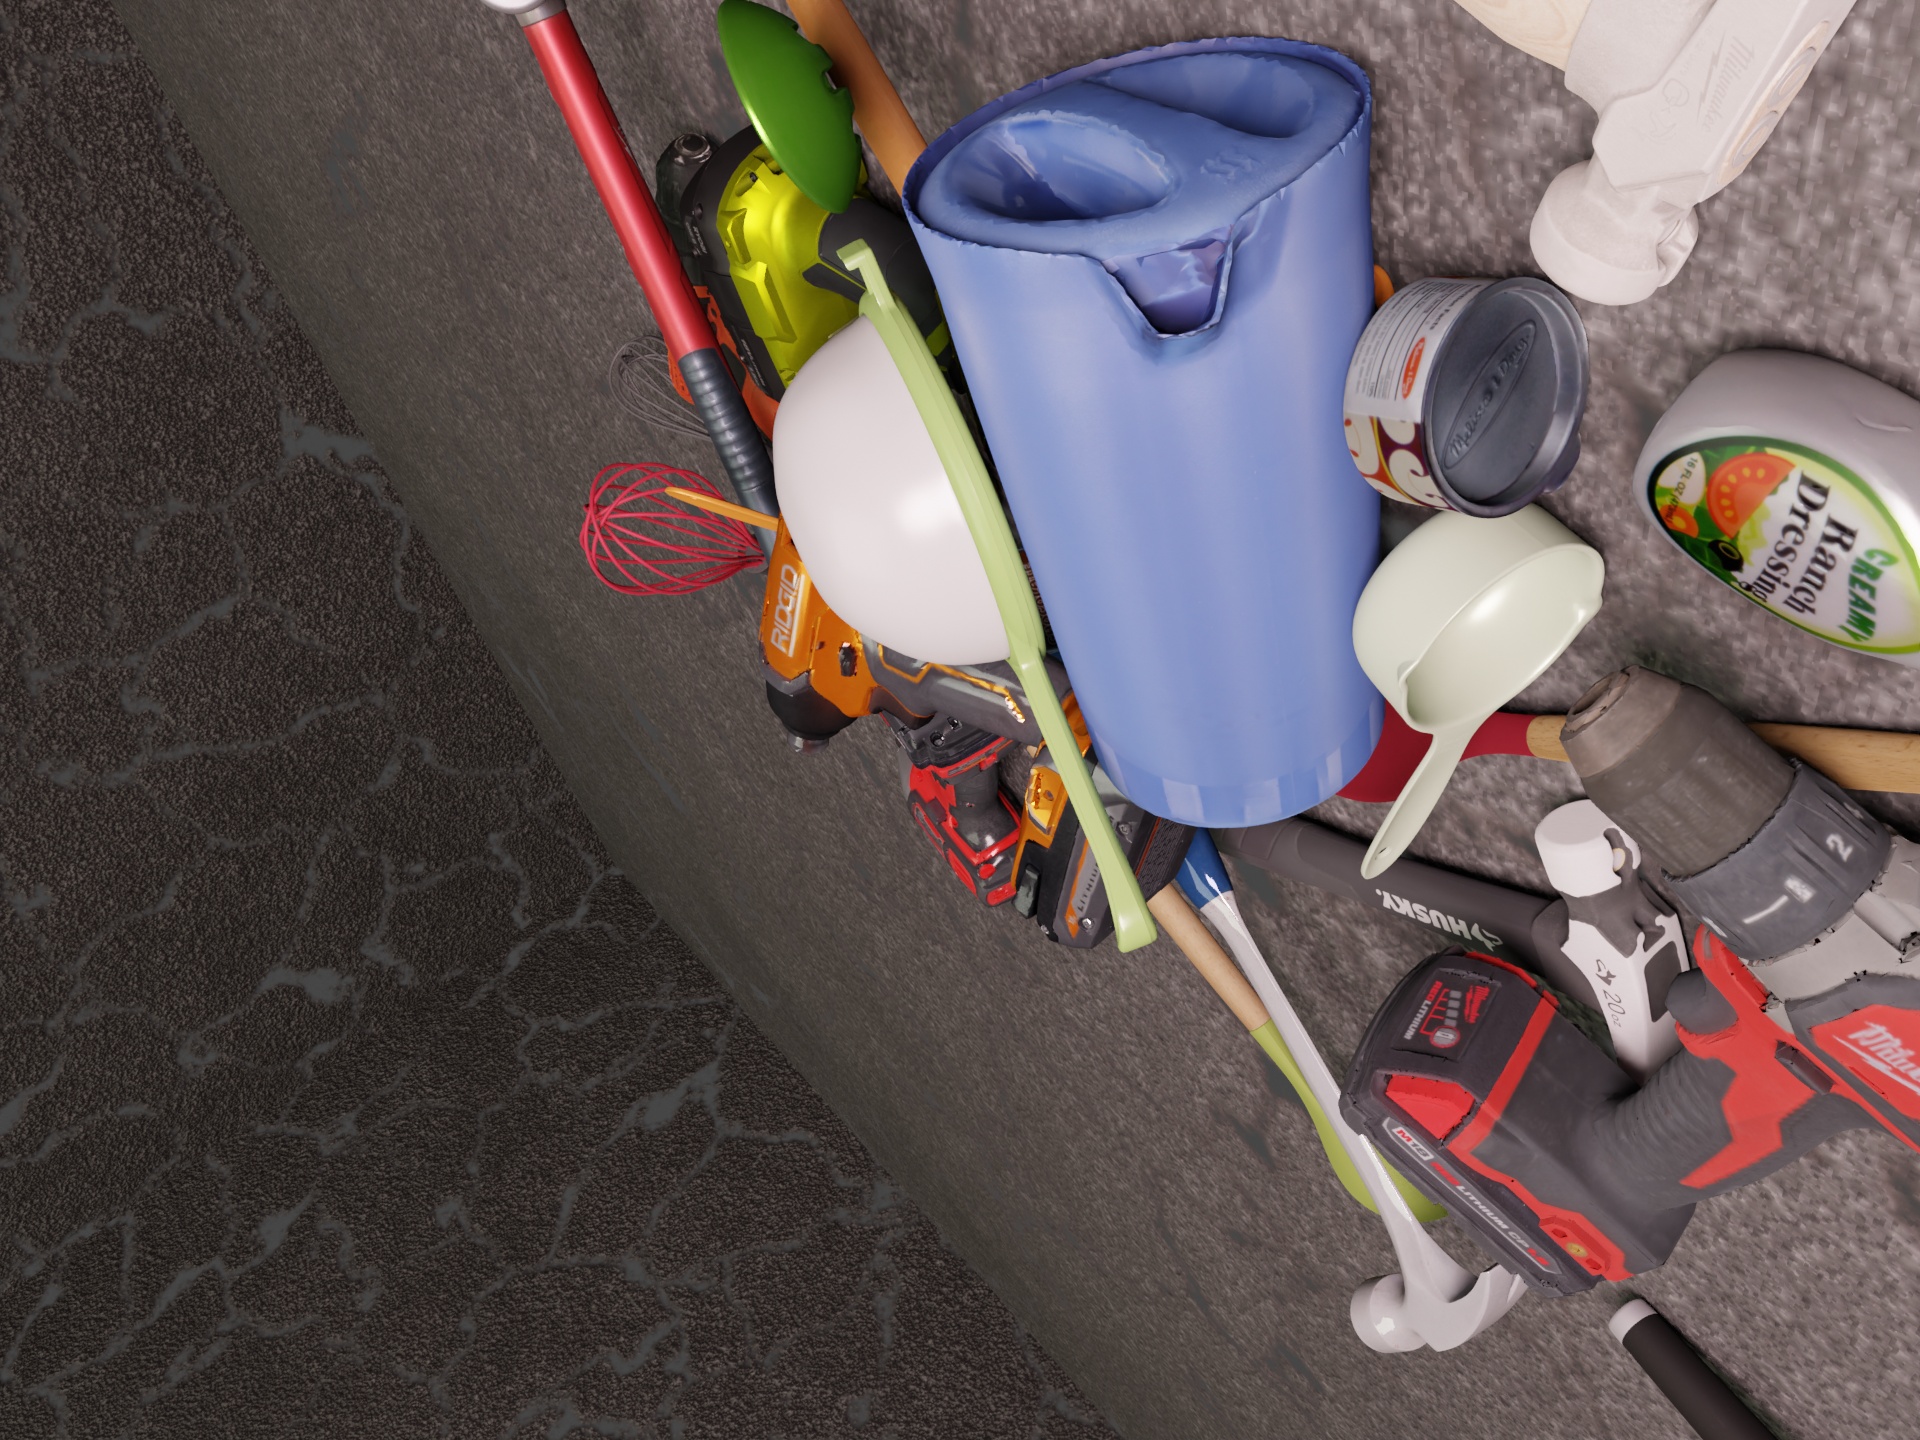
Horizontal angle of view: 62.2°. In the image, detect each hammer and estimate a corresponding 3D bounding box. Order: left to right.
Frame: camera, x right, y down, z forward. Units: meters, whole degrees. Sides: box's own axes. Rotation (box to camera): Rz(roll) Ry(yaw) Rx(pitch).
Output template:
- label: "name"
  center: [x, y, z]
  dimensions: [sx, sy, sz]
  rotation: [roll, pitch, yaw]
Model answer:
- label: "hammer"
  center: [-0.138, -0.202, 0.798]
  dimensions: [0.143, 0.038, 0.386]
  rotation: [-108, -4, -60]
- label: "hammer"
  center: [0.046, -0.281, 0.402]
  dimensions: [0.411, 0.038, 0.146]
  rotation: [47, 159, 20]
- label: "hammer"
  center: [0.126, 0.090, 0.729]
  dimensions: [0.406, 0.035, 0.144]
  rotation: [62, 158, 17]
- label: "hammer"
  center: [0.175, 0.070, 0.713]
  dimensions: [0.335, 0.035, 0.146]
  rotation: [19, 141, 60]

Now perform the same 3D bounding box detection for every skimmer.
- label: "skimmer"
  center: [0.427, 0.367, 0.640]
  dimensions: [0.364, 0.090, 0.127]
  rotation: [49, 167, 45]

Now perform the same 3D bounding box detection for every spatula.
- label: "spatula"
  center: [-0.052, -0.272, 0.567]
  dimensions: [0.323, 0.041, 0.081]
  rotation: [61, 161, 6]

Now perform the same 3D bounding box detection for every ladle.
- label: "ladle"
  center: [0.148, 0.127, 0.822]
  dimensions: [0.320, 0.062, 0.078]
  rotation: [51, 177, 4]
- label: "ladle"
  center: [0.211, 0.006, 0.526]
  dimensions: [0.315, 0.031, 0.069]
  rotation: [6, 123, 63]

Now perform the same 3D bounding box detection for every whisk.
- label: "whisk"
  center: [-0.151, -0.182, 1.040]
  dimensions: [0.239, 0.055, 0.055]
  rotation: [40, 157, 26]
- label: "whisk"
  center: [-0.128, -0.100, 0.923]
  dimensions: [0.073, 0.073, 0.295]
  rotation: [49, -165, 15]

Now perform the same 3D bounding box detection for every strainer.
- label: "strainer"
  center: [-0.008, -0.029, 0.571]
  dimensions: [0.151, 0.069, 0.256]
  rotation: [76, 172, -77]

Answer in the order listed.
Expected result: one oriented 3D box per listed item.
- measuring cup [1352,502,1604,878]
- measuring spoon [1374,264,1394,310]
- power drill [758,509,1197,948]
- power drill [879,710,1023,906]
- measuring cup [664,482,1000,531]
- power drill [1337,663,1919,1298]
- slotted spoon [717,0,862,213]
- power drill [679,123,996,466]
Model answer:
- label: "measuring cup"
  center: [0.154, -0.007, 0.533]
  dimensions: [0.038, 0.083, 0.167]
  rotation: [56, 153, 32]
- label: "measuring spoon"
  center: [0.133, -0.105, 0.540]
  dimensions: [0.021, 0.011, 0.116]
  rotation: [43, 159, 30]
- label: "power drill"
  center: [-0.001, -0.002, 0.714]
  dimensions: [0.227, 0.084, 0.164]
  rotation: [37, 136, 23]
- label: "power drill"
  center: [-0.010, 0.014, 0.993]
  dimensions: [0.143, 0.078, 0.219]
  rotation: [53, 167, 31]
- label: "measuring cup"
  center: [-0.059, -0.112, 0.785]
  dimensions: [0.173, 0.052, 0.095]
  rotation: [13, 175, -28]
- label: "power drill"
  center: [0.216, 0.090, 0.504]
  dimensions: [0.188, 0.080, 0.226]
  rotation: [42, 147, 2]
- label: "slotted spoon"
  center: [-0.067, -0.235, 0.597]
  dimensions: [0.070, 0.031, 0.314]
  rotation: [58, -175, -24]
- label: "power drill"
  center: [-0.012, -0.161, 0.695]
  dimensions: [0.229, 0.080, 0.190]
  rotation: [34, 157, 40]
